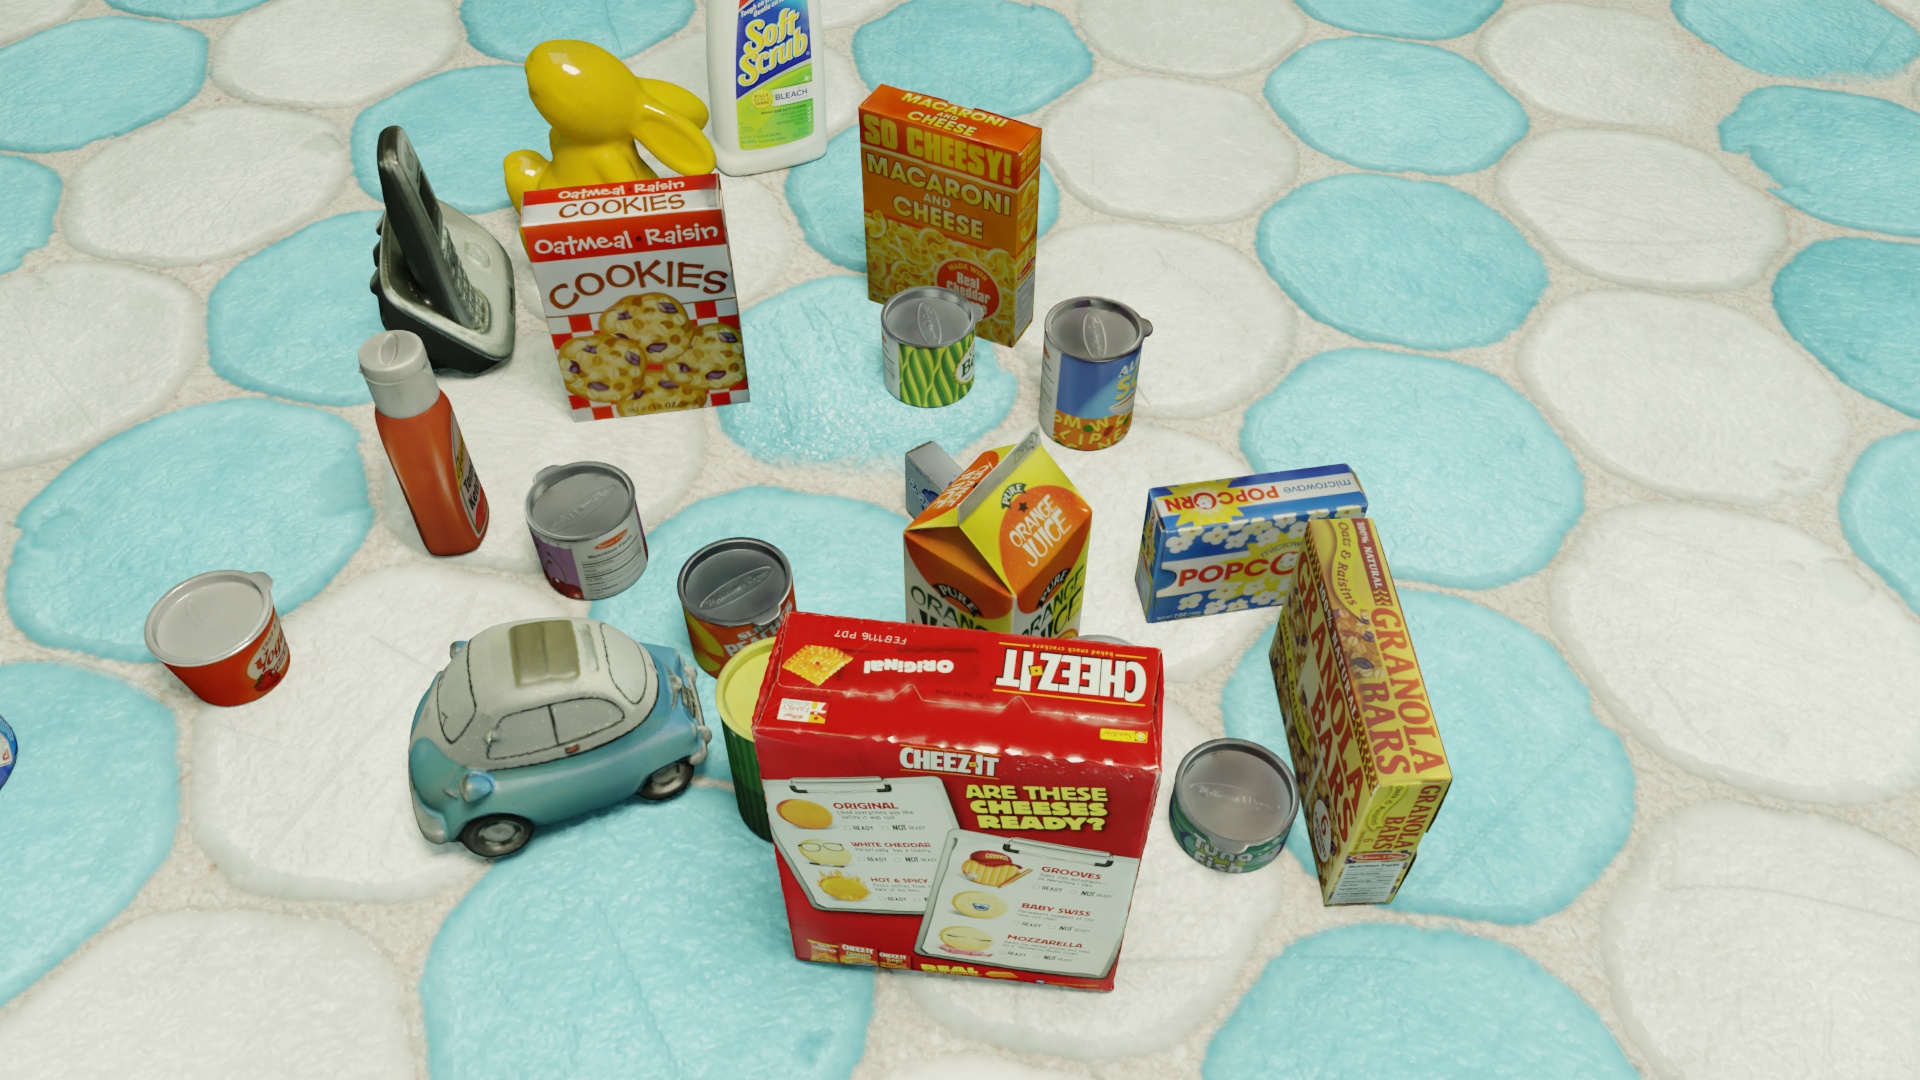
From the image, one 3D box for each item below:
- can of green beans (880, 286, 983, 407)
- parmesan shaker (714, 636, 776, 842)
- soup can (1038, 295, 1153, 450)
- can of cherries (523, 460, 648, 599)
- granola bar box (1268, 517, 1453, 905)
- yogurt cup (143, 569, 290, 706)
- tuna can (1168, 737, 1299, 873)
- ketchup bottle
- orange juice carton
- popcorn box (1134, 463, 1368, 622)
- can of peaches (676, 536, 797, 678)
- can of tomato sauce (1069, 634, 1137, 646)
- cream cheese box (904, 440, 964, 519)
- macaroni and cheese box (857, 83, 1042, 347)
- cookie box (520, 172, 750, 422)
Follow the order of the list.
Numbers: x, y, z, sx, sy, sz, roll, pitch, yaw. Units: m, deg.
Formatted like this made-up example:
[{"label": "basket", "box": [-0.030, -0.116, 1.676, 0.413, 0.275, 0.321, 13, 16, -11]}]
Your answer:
[{"label": "can of green beans", "box": [-0.022, -0.135, 0.974, 0.071, 0.057, 0.071, 0, 48, 0]}, {"label": "parmesan shaker", "box": [-0.087, 0.106, 0.729, 0.071, 0.102, 0.072, 0, 48, 0]}, {"label": "soup can", "box": [0.090, -0.112, 0.938, 0.071, 0.083, 0.072, 0, 48, 0]}, {"label": "can of cherries", "box": [-0.231, -0.007, 0.858, 0.071, 0.058, 0.072, 0, 48, 0]}, {"label": "granola bar box", "box": [0.206, 0.089, 0.733, 0.039, 0.123, 0.166, -1, 48, -1]}, {"label": "yogurt cup", "box": [-0.423, 0.059, 0.799, 0.072, 0.053, 0.073, 0, 48, 0]}, {"label": "tuna can", "box": [0.145, 0.144, 0.744, 0.071, 0.032, 0.071, 0, 48, 0]}, {"label": "ketchup bottle", "box": [-0.325, -0.059, 0.843, 0.043, 0.148, 0.065, -9, 49, -8]}, {"label": "orange juice carton", "box": [0.018, 0.025, 0.742, 0.073, 0.191, 0.072, 29, 54, 23]}, {"label": "popcorn box", "box": [0.173, 0.002, 0.836, 0.127, 0.084, 0.038, -7, 49, -7]}, {"label": "can of peaches", "box": [-0.128, 0.043, 0.815, 0.071, 0.057, 0.071, 0, 48, 0]}, {"label": "can of tomato sauce", "box": [0.073, 0.103, 0.747, 0.071, 0.082, 0.071, 0, 48, 0]}, {"label": "cream cheese box", "box": [0.003, -0.011, 0.867, 0.024, 0.053, 0.104, -28, 54, -23]}, {"label": "macaroni and cheese box", "box": [-0.008, -0.229, 0.985, 0.124, 0.165, 0.040, 21, 52, 17]}, {"label": "cookie box", "box": [-0.210, -0.158, 0.919, 0.123, 0.166, 0.040, -7, 49, -7]}]
